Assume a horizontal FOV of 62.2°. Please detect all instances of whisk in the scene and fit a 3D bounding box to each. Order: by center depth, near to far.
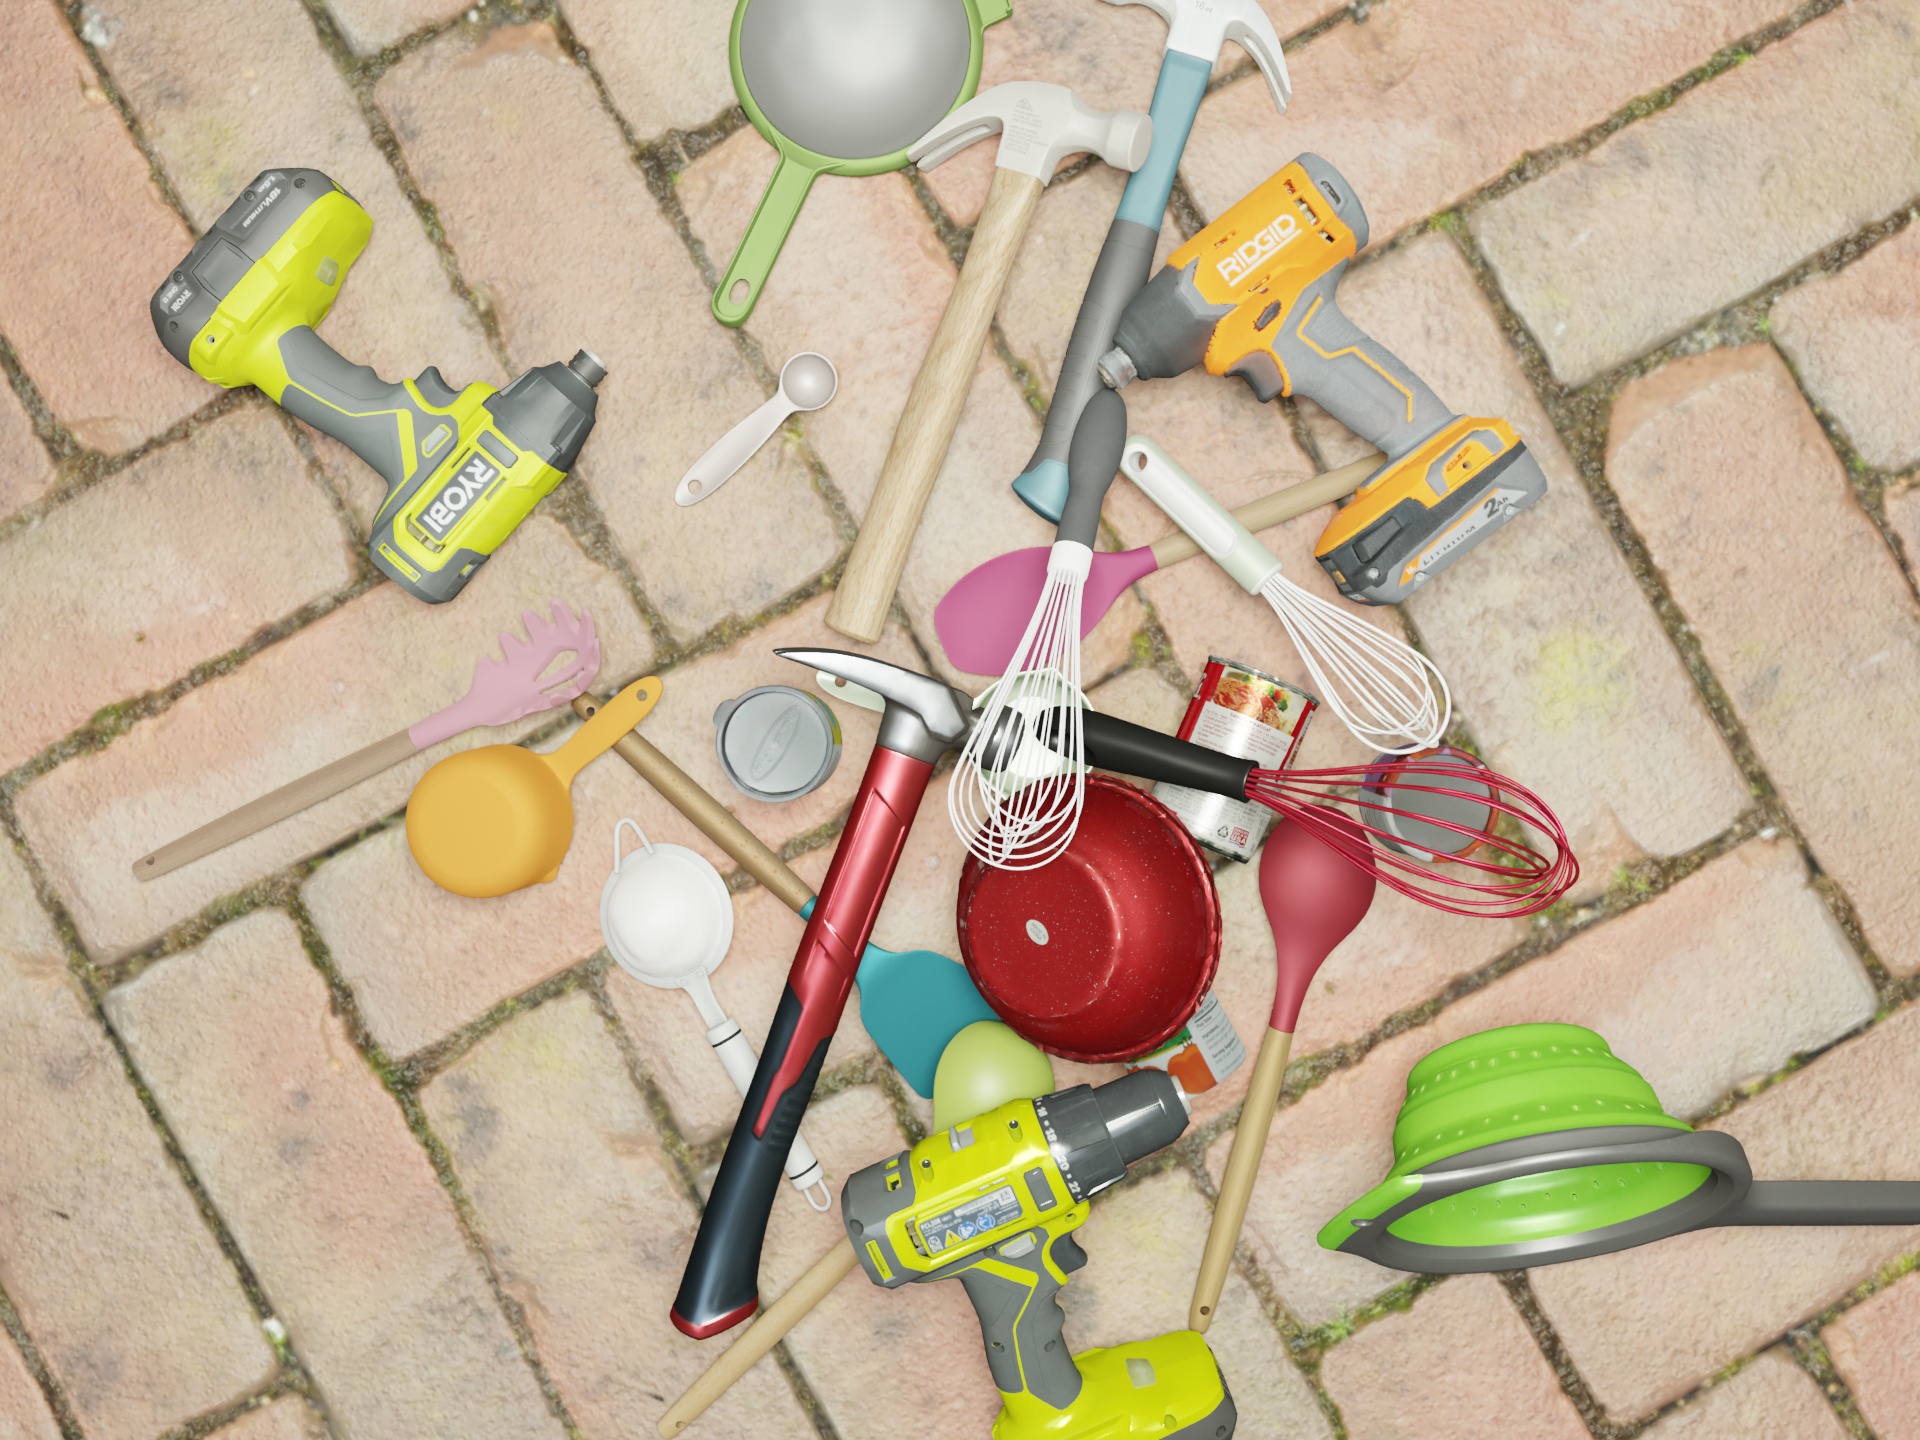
[{"bbox_3d":[0.170,0.036,0.828,0.296,0.073,0.073,16,90,27],"label":"whisk"},{"bbox_3d":[0.051,-0.056,0.852,0.070,0.070,0.285,13,70,1],"label":"whisk"},{"bbox_3d":[0.177,-0.073,0.890,0.246,0.059,0.057,46,114,11],"label":"whisk"}]

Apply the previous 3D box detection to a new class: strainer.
[{"bbox_3d":[-0.085,-0.349,0.911,0.151,0.069,0.256,25,89,1],"label":"strainer"},{"bbox_3d":[-0.142,0.174,0.925,0.087,0.050,0.258,-29,92,17],"label":"strainer"}]

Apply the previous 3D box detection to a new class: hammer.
[{"bbox_3d":[-0.097,0.153,0.876,0.143,0.038,0.386,20,93,-12],"label":"hammer"},{"bbox_3d":[-0.009,-0.204,0.915,0.130,0.031,0.331,23,95,20],"label":"hammer"},{"bbox_3d":[0.097,-0.274,0.925,0.128,0.033,0.331,18,90,3],"label":"hammer"}]

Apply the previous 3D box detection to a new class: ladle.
[{"bbox_3d":[0.178,0.203,0.923,0.069,0.031,0.315,15,92,1],"label":"ladle"},{"bbox_3d":[-0.066,0.300,0.924,0.320,0.062,0.078,-46,116,8],"label":"ladle"}]

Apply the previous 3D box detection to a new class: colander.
[{"bbox_3d":[0.386,0.232,0.883,0.397,0.204,0.095,4,55,-14],"label":"colander"}]

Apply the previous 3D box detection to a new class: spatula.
[{"bbox_3d":[-0.108,0.091,0.933,0.317,0.044,0.082,42,92,6],"label":"spatula"}]

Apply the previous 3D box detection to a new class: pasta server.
[{"bbox_3d":[-0.348,0.020,0.931,0.316,0.040,0.060,-25,67,3],"label":"pasta server"}]

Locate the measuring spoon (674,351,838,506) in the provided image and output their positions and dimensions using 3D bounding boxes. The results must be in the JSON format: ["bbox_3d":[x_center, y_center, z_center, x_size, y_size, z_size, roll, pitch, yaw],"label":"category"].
[{"bbox_3d":[-0.122,-0.170,0.941,0.124,0.018,0.034,-41,89,8],"label":"measuring spoon"}]

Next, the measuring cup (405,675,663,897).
[{"bbox_3d":[-0.242,0.033,0.909,0.173,0.052,0.095,-40,87,10],"label":"measuring cup"}]

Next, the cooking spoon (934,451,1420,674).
[{"bbox_3d":[0.137,-0.105,0.929,0.319,0.017,0.069,-22,94,2],"label":"cooking spoon"}]

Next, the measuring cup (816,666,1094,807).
[{"bbox_3d":[-0.001,-0.003,0.923,0.167,0.038,0.083,16,90,3],"label":"measuring cup"}]

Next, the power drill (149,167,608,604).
[{"bbox_3d":[-0.328,-0.201,0.915,0.223,0.080,0.171,42,91,-2],"label":"power drill"}]

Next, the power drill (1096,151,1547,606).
[{"bbox_3d":[0.193,-0.174,0.876,0.164,0.084,0.226,-37,91,3],"label":"power drill"}]

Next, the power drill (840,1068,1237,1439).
[{"bbox_3d":[0.064,0.308,0.869,0.190,0.080,0.228,-24,105,0],"label":"power drill"}]
